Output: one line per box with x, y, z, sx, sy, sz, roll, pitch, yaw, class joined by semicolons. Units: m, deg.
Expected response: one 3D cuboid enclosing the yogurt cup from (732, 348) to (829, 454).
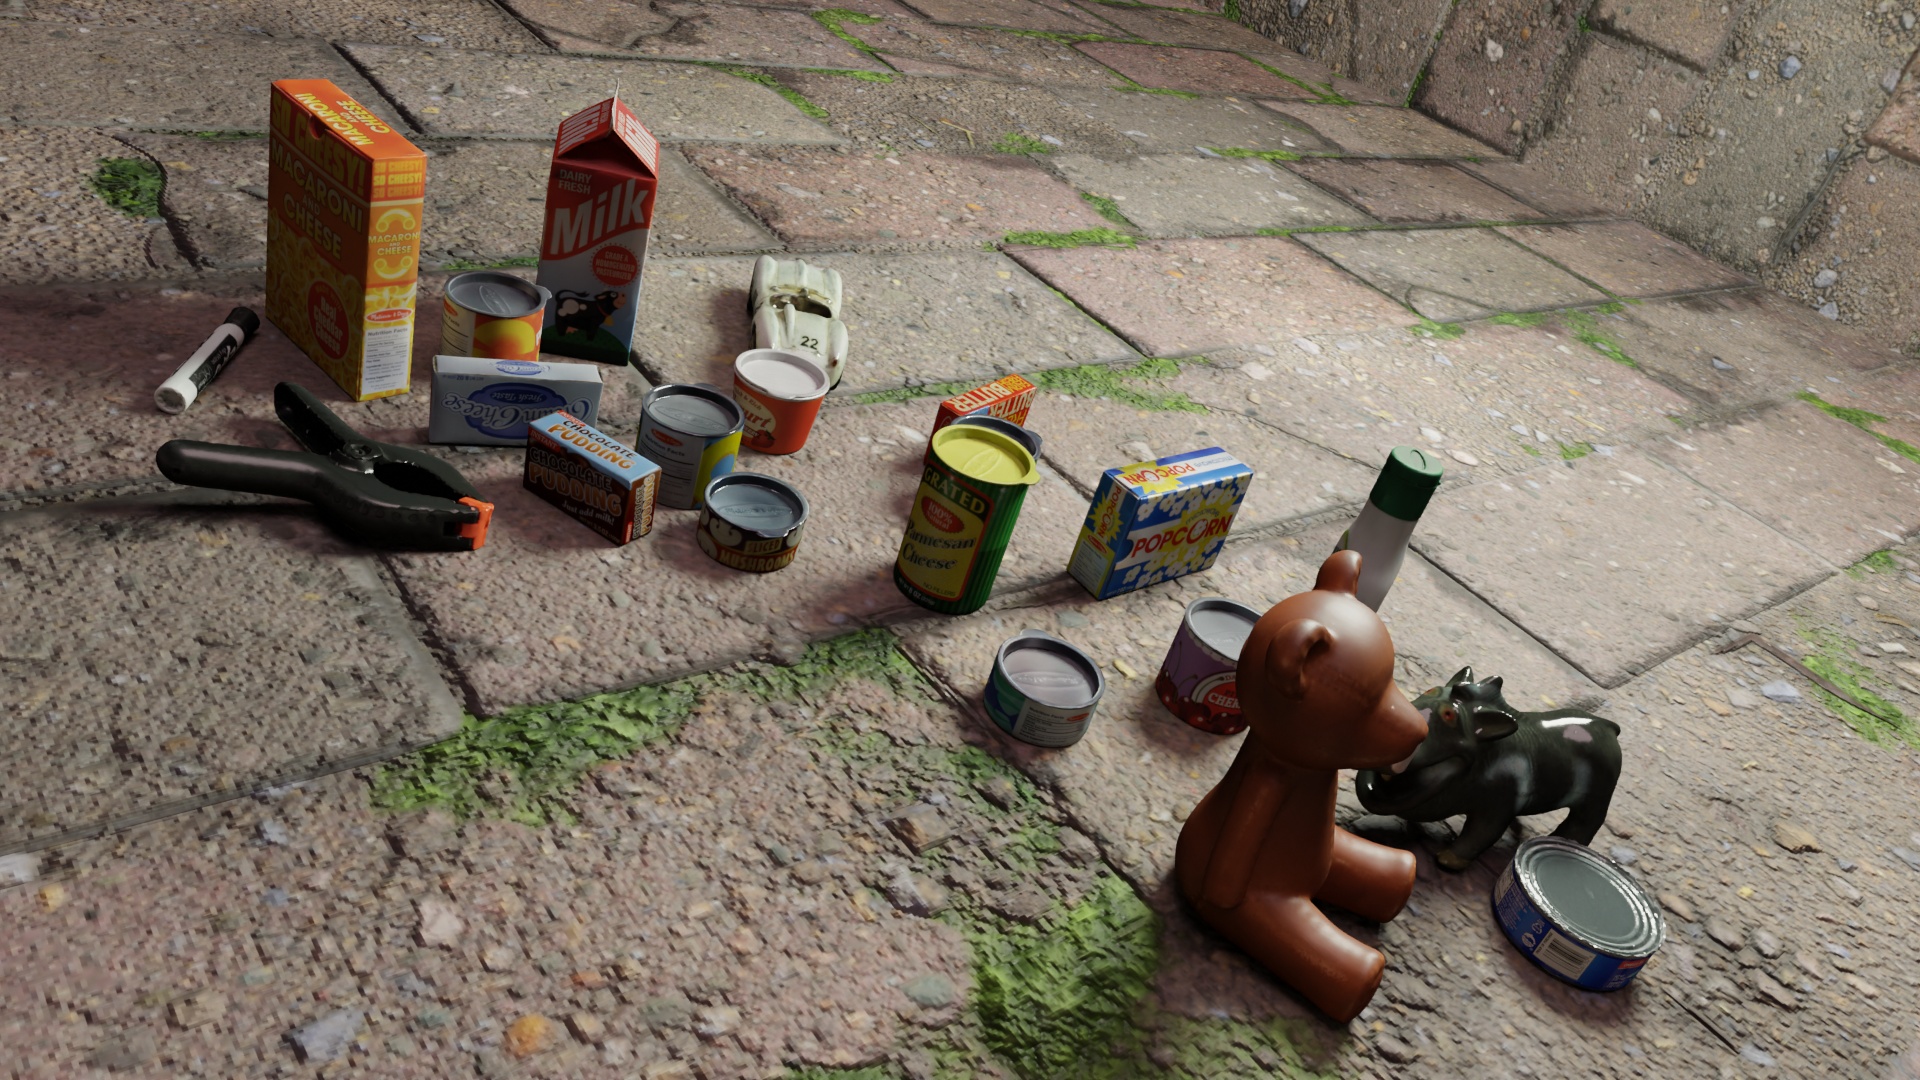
-0.131;-0.098;0.987;0.072;0.053;0.073;13;32;-8;yogurt cup

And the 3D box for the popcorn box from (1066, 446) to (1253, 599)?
0.140;-0.014;0.967;0.127;0.084;0.038;-13;43;-40;popcorn box

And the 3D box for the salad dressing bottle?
0.281;0.006;0.950;0.044;0.146;0.064;18;31;0;salad dressing bottle

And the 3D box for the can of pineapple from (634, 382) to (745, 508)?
-0.177;-0.062;0.906;0.071;0.057;0.071;13;32;-8;can of pineapple

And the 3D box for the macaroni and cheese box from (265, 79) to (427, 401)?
-0.397;-0.192;0.890;0.124;0.165;0.040;37;36;27;macaroni and cheese box

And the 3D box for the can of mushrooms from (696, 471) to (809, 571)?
-0.130;-0.011;0.873;0.071;0.033;0.071;13;32;-8;can of mushrooms

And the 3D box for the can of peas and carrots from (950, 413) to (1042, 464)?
0.019;-0.049;0.984;0.071;0.058;0.071;13;32;-8;can of peas and carrots

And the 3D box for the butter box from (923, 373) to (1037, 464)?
0.015;-0.089;1.049;0.024;0.052;0.104;33;34;22;butter box

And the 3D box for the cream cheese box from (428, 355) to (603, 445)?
-0.286;-0.088;0.894;0.104;0.053;0.024;0;36;-27;cream cheese box

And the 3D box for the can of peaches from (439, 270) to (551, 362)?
-0.321;-0.146;0.960;0.071;0.057;0.071;13;32;-8;can of peaches

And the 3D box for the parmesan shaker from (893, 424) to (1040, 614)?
0.003;-0.011;0.876;0.071;0.102;0.072;13;32;-8;parmesan shaker

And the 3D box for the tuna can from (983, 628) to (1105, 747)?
0.048;0.086;0.815;0.071;0.032;0.071;13;32;-8;tuna can

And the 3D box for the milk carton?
-0.259;-0.228;0.993;0.073;0.189;0.073;8;33;-17;milk carton

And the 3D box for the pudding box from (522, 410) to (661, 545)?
-0.227;-0.039;0.853;0.084;0.049;0.030;29;33;17;pudding box

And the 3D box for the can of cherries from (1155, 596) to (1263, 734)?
0.162;0.079;0.861;0.071;0.058;0.072;13;32;-8;can of cherries
